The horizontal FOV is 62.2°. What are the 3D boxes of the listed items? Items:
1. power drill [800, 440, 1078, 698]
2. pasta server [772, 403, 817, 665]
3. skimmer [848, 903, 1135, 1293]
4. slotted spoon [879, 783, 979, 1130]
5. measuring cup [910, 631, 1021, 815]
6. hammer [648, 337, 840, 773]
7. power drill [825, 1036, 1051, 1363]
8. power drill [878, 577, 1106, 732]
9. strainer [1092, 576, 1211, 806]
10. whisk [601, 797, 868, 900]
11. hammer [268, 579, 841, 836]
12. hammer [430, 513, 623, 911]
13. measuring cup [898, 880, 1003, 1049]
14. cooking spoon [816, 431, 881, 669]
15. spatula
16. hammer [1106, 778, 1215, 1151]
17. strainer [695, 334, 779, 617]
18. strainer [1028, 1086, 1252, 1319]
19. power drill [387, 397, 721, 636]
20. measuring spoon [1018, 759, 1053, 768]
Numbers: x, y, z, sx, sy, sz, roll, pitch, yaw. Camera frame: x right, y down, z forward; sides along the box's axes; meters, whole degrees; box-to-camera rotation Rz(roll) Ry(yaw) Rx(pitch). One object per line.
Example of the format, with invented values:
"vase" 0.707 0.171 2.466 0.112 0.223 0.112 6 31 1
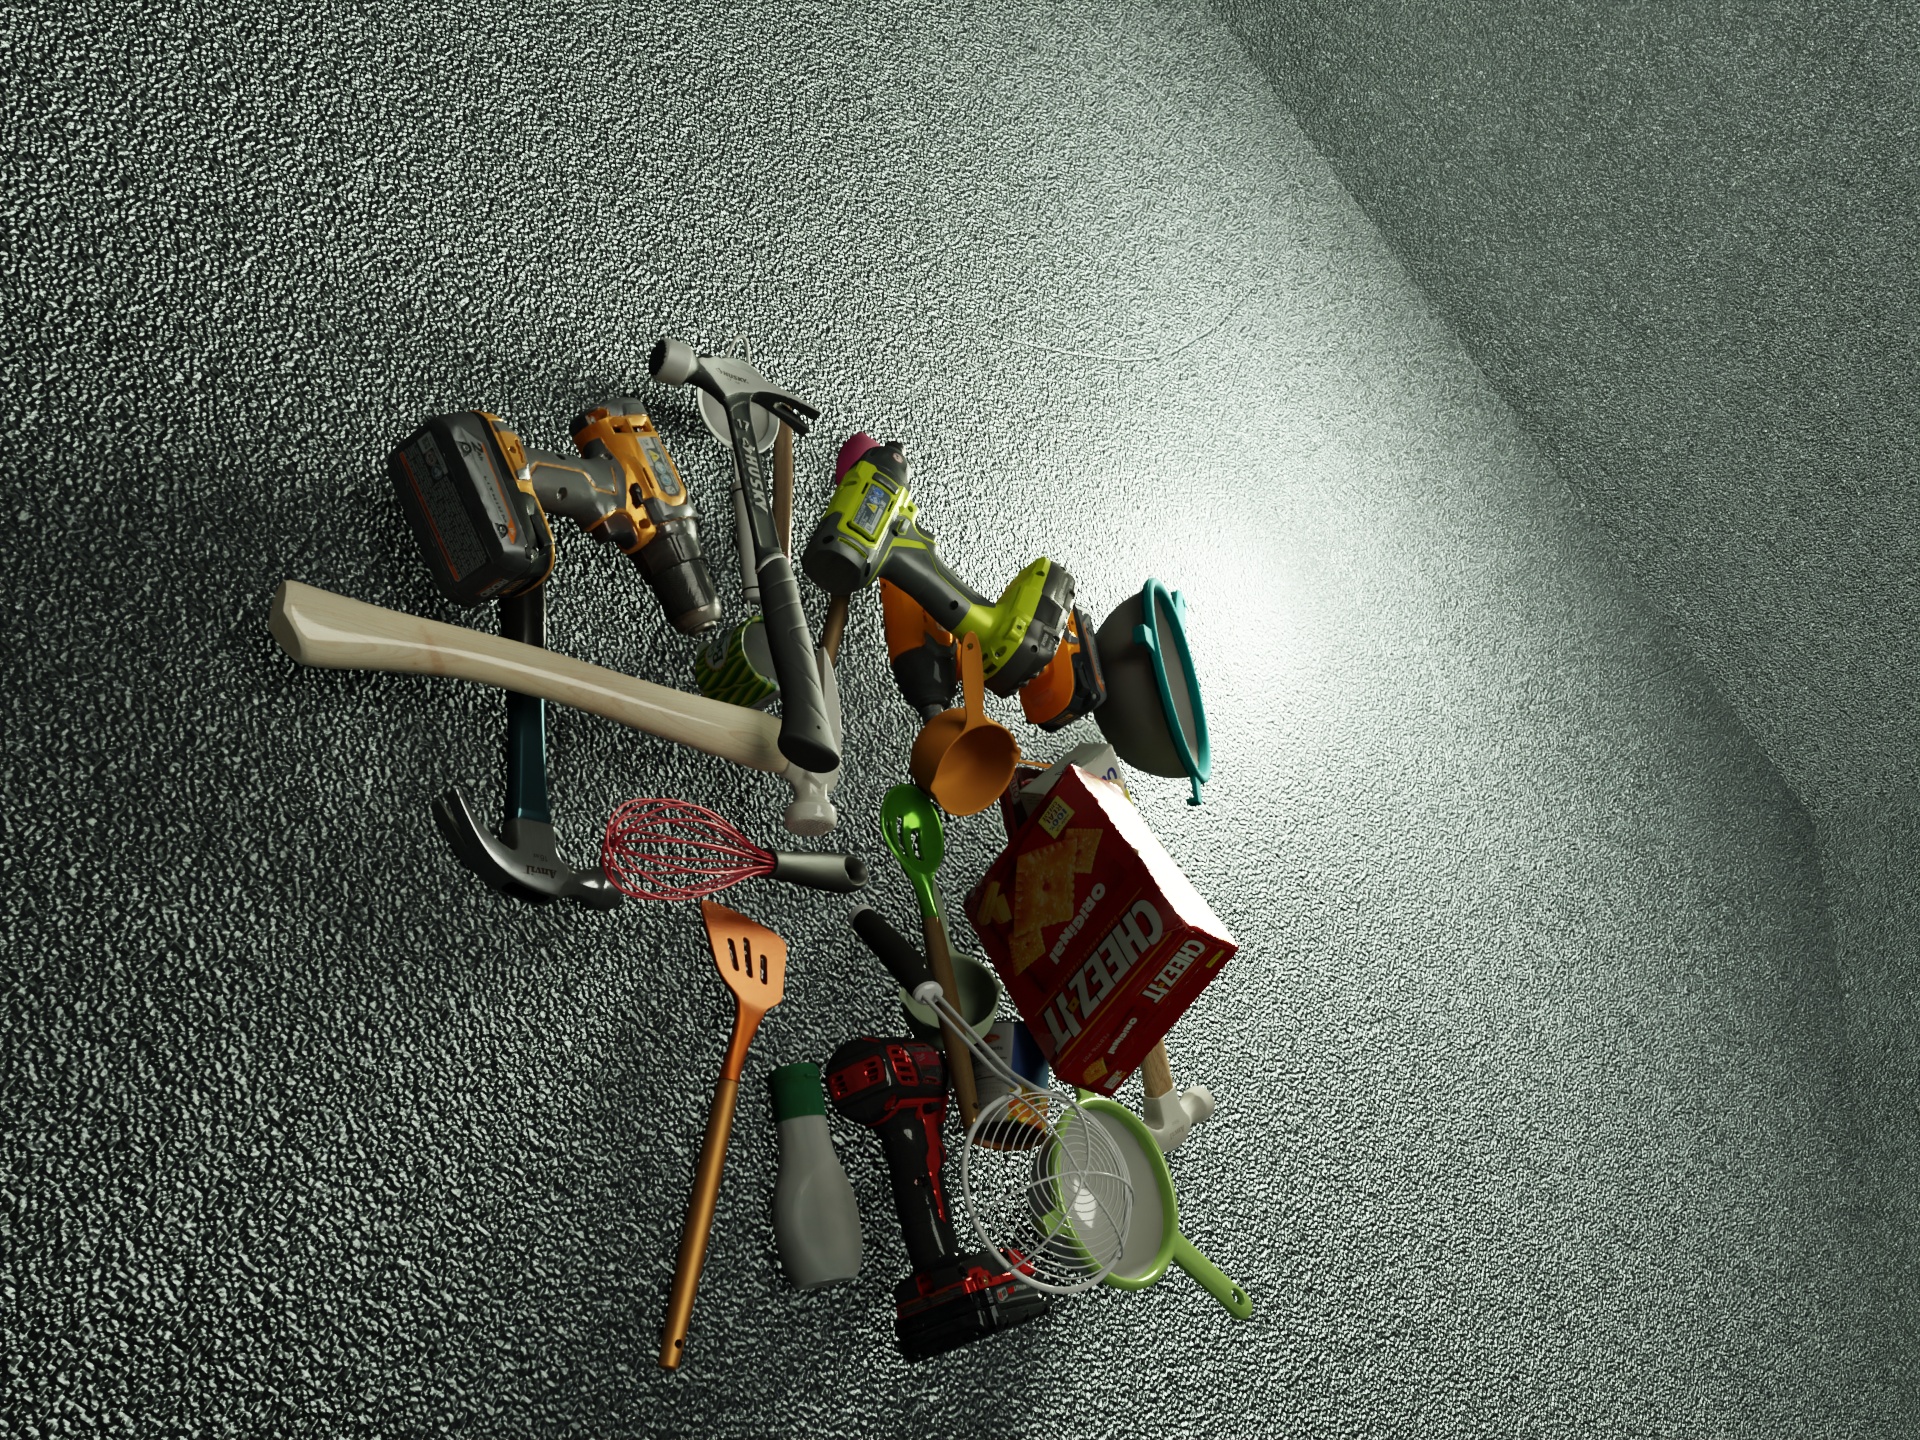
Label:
"power drill" -0.014 -0.136 1.371 0.223 0.080 0.171 35 47 -15
"pasta server" -0.146 -0.161 1.368 0.060 0.040 0.317 80 5 -57
"skimmer" -0.004 0.248 1.118 0.127 0.090 0.364 6 19 -32
"slotted spoon" -0.021 0.178 1.247 0.070 0.031 0.314 25 36 -35
"measuring cup" -0.002 -0.004 1.349 0.095 0.052 0.173 -21 123 -30
"hammer" -0.145 -0.131 1.225 0.149 0.036 0.409 13 46 -36
"power drill" -0.018 0.336 1.151 0.143 0.078 0.220 25 41 -63
"power drill" 0.027 -0.055 1.464 0.226 0.084 0.164 13 58 -39
"strainer" 0.187 -0.057 1.642 0.340 0.095 0.210 -72 144 -64
"whisk" -0.153 0.101 1.151 0.295 0.073 0.073 18 53 -58
"hammer" -0.256 -0.031 1.089 0.410 0.038 0.146 17 59 -36
"hammer" -0.303 -0.032 1.110 0.128 0.033 0.331 18 54 -43
"measuring cup" -0.017 0.194 1.284 0.083 0.038 0.168 -4 42 -11
"cooking spoon" -0.099 -0.148 1.428 0.068 0.017 0.319 35 44 -28
"spatula" -0.168 0.271 1.079 0.081 0.041 0.323 33 49 -32
"hammer" 0.153 0.216 1.387 0.130 0.031 0.331 -18 100 -49
"strainer" -0.187 -0.203 1.347 0.086 0.050 0.259 8 67 -42
"strainer" 0.137 0.417 1.291 0.256 0.069 0.152 45 38 -22
"power drill" -0.270 -0.135 1.127 0.226 0.084 0.185 -21 85 -59
"measuring spoon" 0.073 0.037 1.473 0.116 0.021 0.011 13 88 -21
